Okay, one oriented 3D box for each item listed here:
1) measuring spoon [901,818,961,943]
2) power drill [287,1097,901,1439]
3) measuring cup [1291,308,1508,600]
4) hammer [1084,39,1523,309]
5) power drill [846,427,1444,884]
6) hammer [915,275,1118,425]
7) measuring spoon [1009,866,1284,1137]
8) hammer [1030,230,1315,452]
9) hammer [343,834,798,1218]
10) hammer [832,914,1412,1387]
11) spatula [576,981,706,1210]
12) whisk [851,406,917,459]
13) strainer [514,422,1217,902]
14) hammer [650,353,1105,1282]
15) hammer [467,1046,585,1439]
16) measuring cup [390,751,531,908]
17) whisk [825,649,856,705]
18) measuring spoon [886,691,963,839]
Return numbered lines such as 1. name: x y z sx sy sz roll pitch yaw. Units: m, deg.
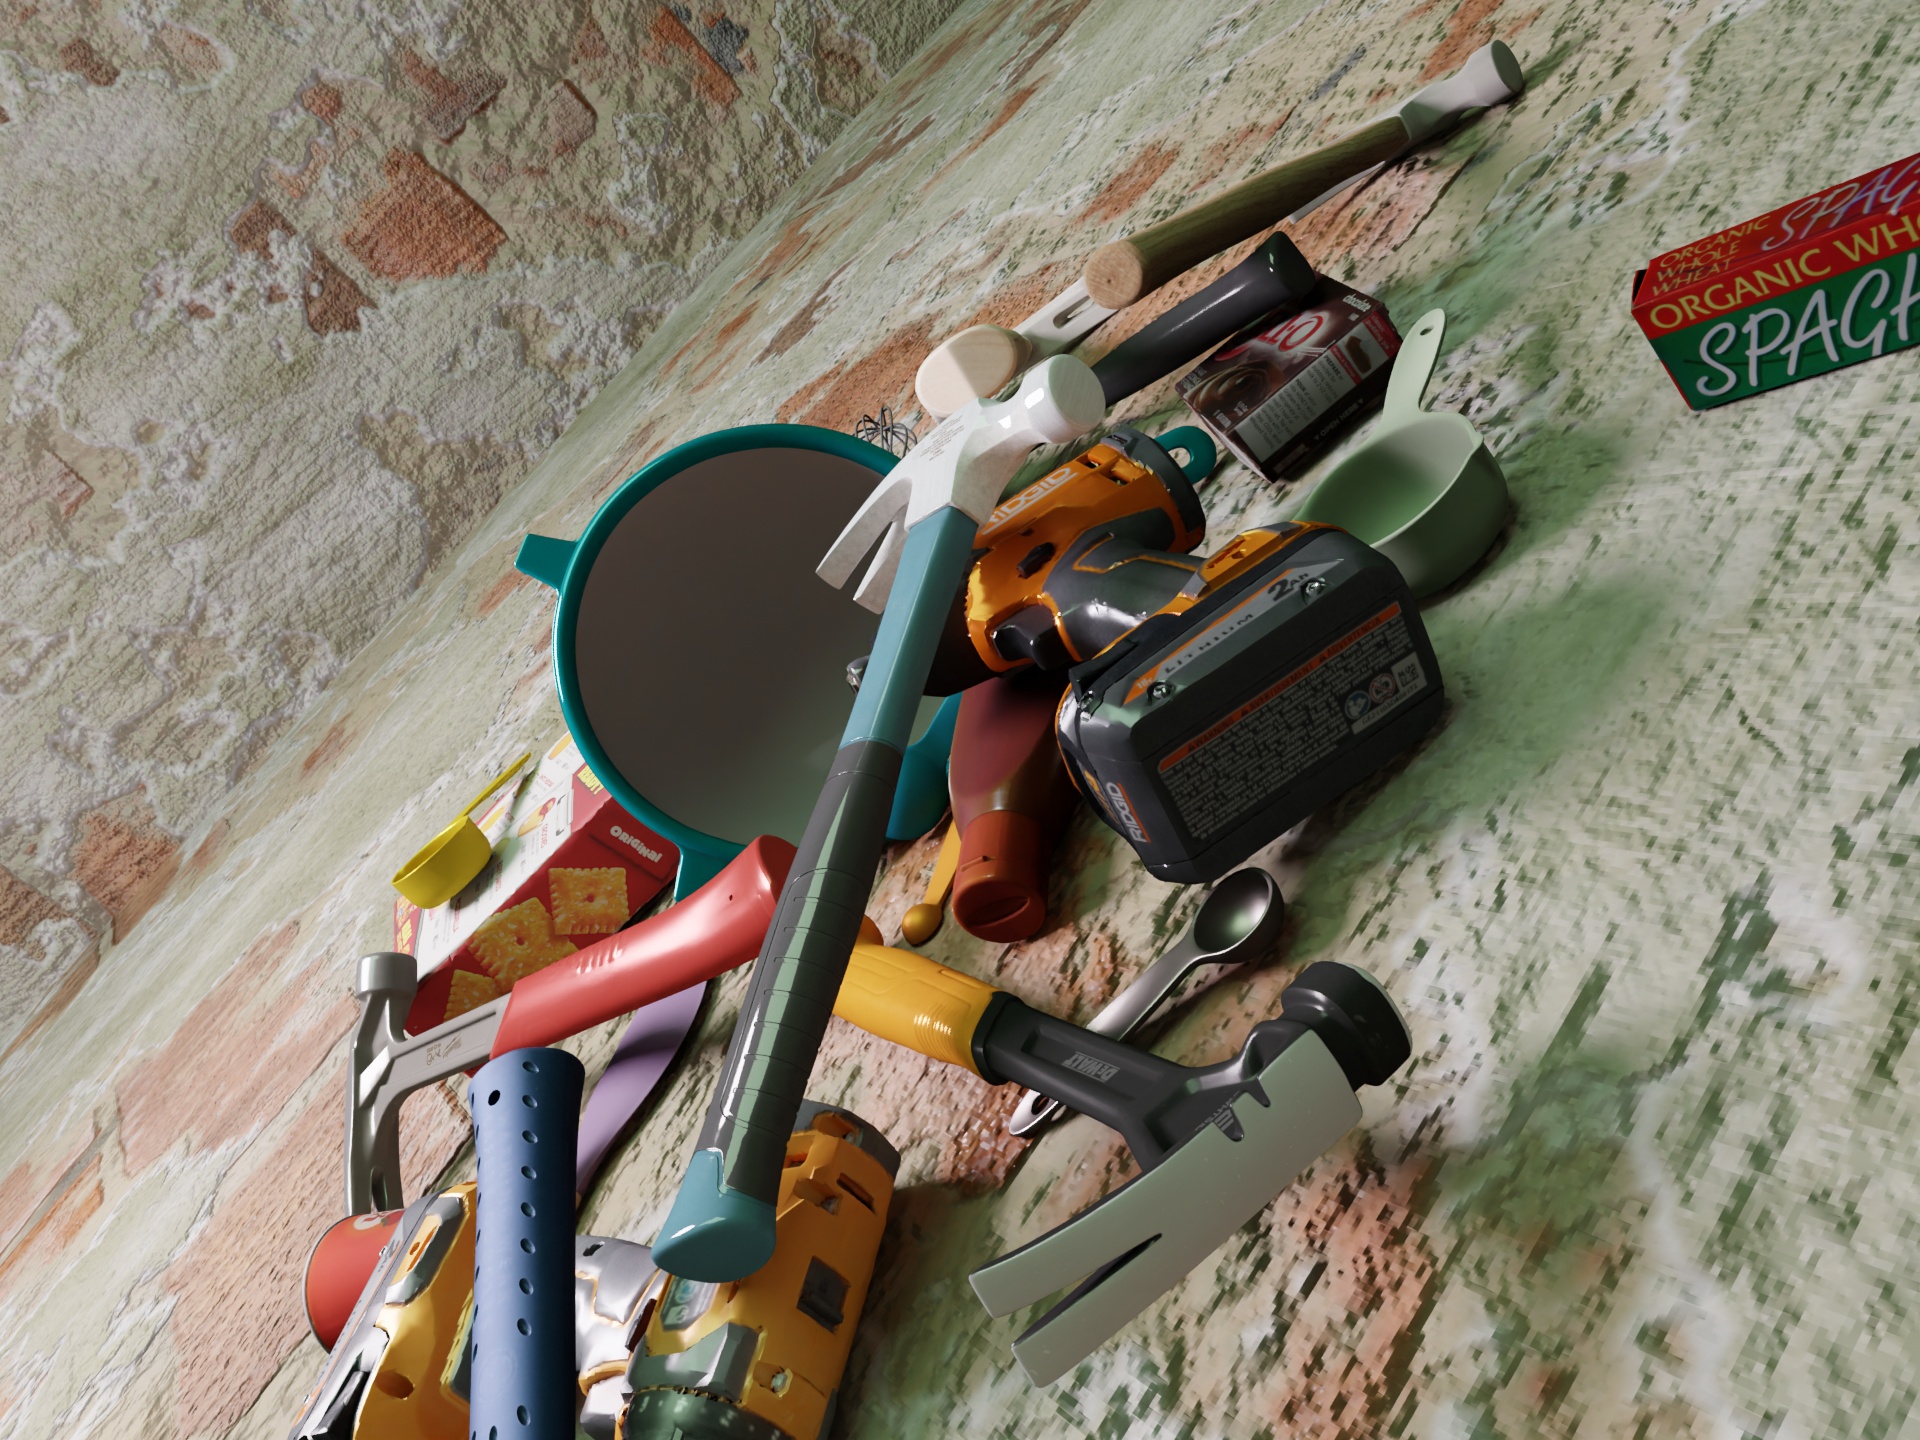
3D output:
1. measuring spoon: -0.003 0.050 0.701 0.021 0.011 0.117 -23 32 41
2. power drill: -0.131 0.232 0.537 0.226 0.084 0.185 -21 34 35
3. measuring cup: 0.182 -0.107 0.626 0.083 0.038 0.168 -23 30 41
4. hammer: 0.161 -0.265 0.793 0.130 0.031 0.331 -20 13 47
5. power drill: 0.052 -0.029 0.599 0.164 0.084 0.227 -33 29 -7
6. hammer: 0.028 -0.209 0.895 0.146 0.038 0.411 -32 9 10
7. measuring spoon: 0.062 0.097 0.522 0.124 0.018 0.034 -47 21 13
8. hammer: 0.063 -0.171 0.861 0.146 0.035 0.335 -50 16 -32
9. hammer: -0.188 0.140 0.737 0.359 0.036 0.149 -26 61 37
10. hammer: -0.002 0.107 0.529 0.127 0.034 0.337 -36 13 -19
11. spatula: -0.182 0.229 0.695 0.060 0.018 0.316 -23 31 39
12. whisk: -0.051 -0.145 1.062 0.055 0.055 0.239 -36 29 20
13. strainer: -0.031 -0.059 0.794 0.340 0.211 0.095 -26 -4 -10
14. hammer: -0.034 0.024 0.546 0.128 0.033 0.331 -22 44 49
15. hammer: -0.107 0.252 0.400 0.144 0.035 0.406 -36 39 17
16. measuring cup: -0.287 0.063 0.958 0.062 0.029 0.157 -32 15 23
17. whisk: -0.068 -0.058 0.953 0.059 0.057 0.246 -8 24 -1
18. measuring spoon: -0.001 -0.002 0.730 0.128 0.042 0.021 -55 0 -10
